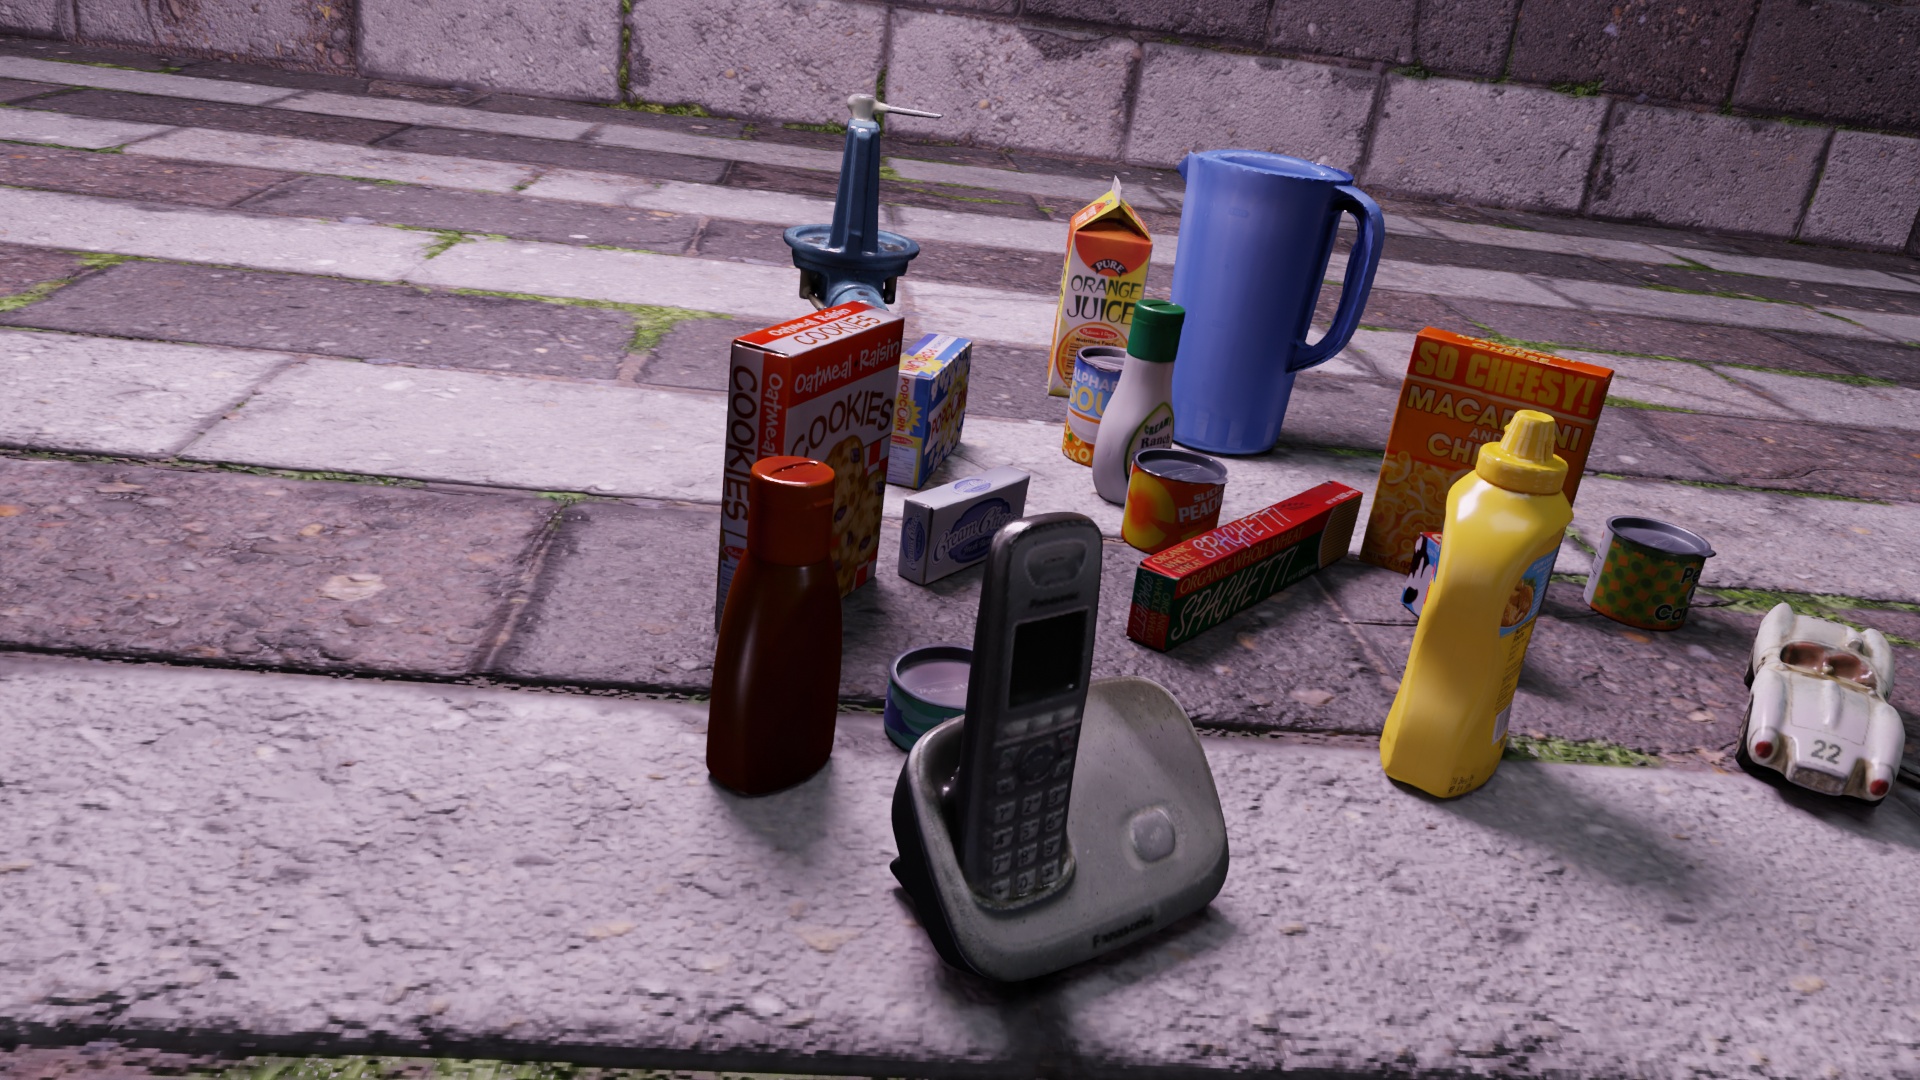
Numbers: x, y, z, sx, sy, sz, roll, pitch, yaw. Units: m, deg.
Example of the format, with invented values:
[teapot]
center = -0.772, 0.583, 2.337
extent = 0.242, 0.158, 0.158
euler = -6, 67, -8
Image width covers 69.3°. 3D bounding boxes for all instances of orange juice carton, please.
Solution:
[orange juice carton]
center = 0.127, -0.228, 1.256
extent = 0.073, 0.191, 0.072
euler = 8, 22, 0

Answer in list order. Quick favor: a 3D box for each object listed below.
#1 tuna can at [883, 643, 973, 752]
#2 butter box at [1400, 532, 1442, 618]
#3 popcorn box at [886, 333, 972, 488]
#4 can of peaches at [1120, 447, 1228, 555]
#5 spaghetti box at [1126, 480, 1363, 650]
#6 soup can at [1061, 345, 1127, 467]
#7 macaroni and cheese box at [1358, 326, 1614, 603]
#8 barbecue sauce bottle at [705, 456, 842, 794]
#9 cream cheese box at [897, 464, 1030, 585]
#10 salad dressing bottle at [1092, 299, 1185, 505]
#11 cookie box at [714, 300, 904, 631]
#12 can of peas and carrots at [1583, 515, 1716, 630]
[tuna can]
center = -0.003, 0.081, 0.690
extent = 0.071, 0.032, 0.071
euler = 7, 23, -3
[butter box]
center = 0.316, 0.039, 0.866
extent = 0.024, 0.053, 0.104
euler = 1, 24, -15
[popcorn box]
center = -0.027, -0.100, 1.044
extent = 0.038, 0.085, 0.127
euler = 12, 23, 10
[can of peaches]
center = 0.148, -0.025, 0.957
extent = 0.071, 0.057, 0.071
euler = 7, 23, -3
[spaghetti box]
center = 0.189, 0.011, 0.894
extent = 0.029, 0.050, 0.251
euler = 24, 28, 34
[soup can]
center = 0.117, -0.105, 1.103
extent = 0.071, 0.083, 0.071
euler = 7, 23, -3
[macaroni and cheese box]
center = 0.351, -0.049, 0.938
extent = 0.124, 0.165, 0.040
euler = 19, 25, 25
[barbecue sauce bottle]
center = -0.080, 0.037, 0.621
extent = 0.044, 0.148, 0.065
euler = 23, 27, 32
[cream cheese box]
center = 0.003, -0.011, 0.884
extent = 0.024, 0.053, 0.104
euler = 23, 27, 33
[salad dressing bottle]
center = 0.133, -0.100, 1.014
extent = 0.064, 0.147, 0.044
euler = -12, 30, -40
[cookie box]
center = -0.085, -0.041, 0.780
extent = 0.040, 0.166, 0.123
euler = 17, 24, 21
[can of peas and carrots]
center = 0.468, 0.022, 0.945
extent = 0.071, 0.058, 0.071
euler = 7, 23, -3
